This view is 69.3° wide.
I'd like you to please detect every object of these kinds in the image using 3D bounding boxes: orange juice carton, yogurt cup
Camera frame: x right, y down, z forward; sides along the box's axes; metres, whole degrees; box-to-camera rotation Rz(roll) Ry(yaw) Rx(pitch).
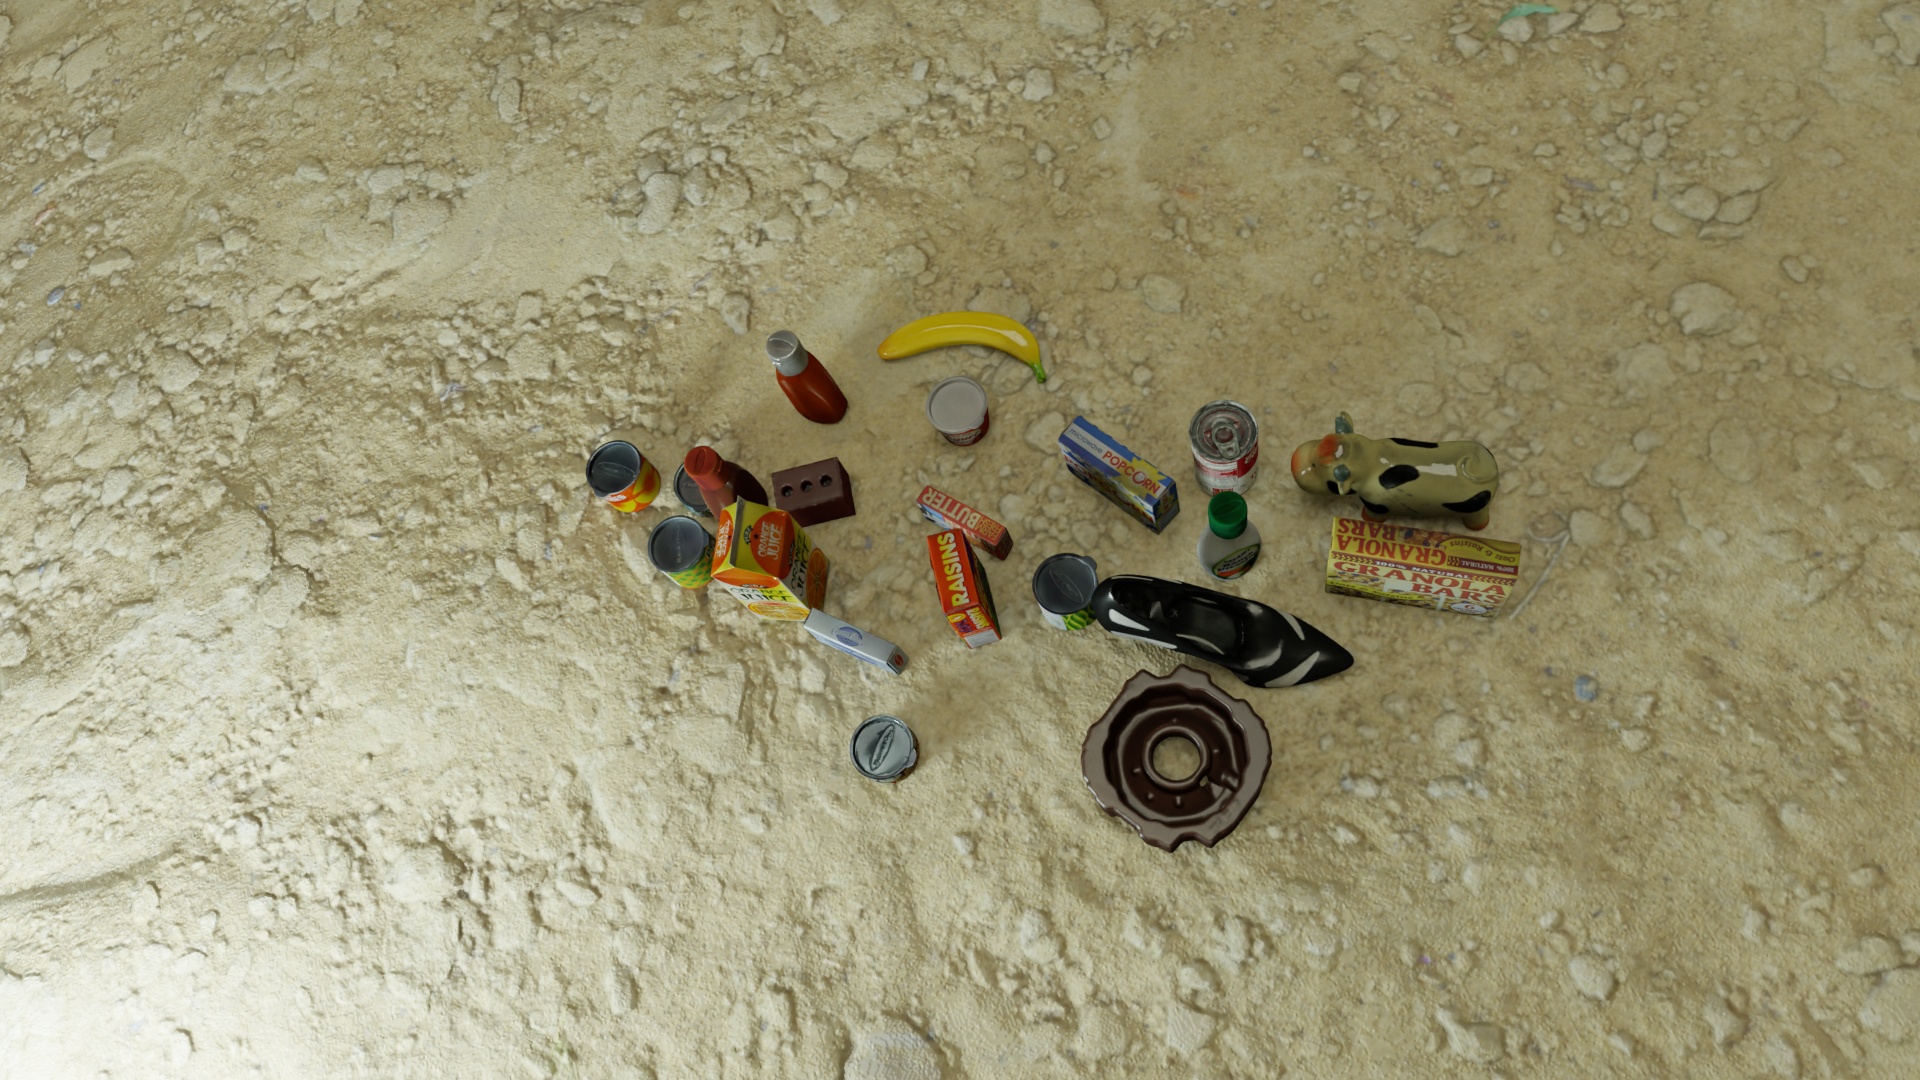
[{"bbox_3d":[-0.198,0.021,1.414,0.073,0.192,0.072,1,70,13],"label":"orange juice carton"},{"bbox_3d":[0.000,-0.137,1.509,0.072,0.053,0.072,-4,69,11],"label":"yogurt cup"}]

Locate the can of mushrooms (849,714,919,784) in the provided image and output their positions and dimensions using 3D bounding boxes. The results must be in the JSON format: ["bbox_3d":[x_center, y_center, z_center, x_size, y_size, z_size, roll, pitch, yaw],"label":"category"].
[{"bbox_3d":[-0.074,0.212,1.401,0.071,0.033,0.071,-4,69,11],"label":"can of mushrooms"}]

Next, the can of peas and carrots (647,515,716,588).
[{"bbox_3d":[-0.296,0.012,1.512,0.071,0.058,0.071,-4,69,11],"label":"can of peas and carrots"}]

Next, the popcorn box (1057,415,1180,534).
[{"bbox_3d":[0.163,-0.067,1.430,0.127,0.085,0.038,37,81,22],"label":"popcorn box"}]

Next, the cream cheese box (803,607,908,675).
[{"bbox_3d":[-0.108,0.105,1.439,0.104,0.053,0.024,22,76,19],"label":"cream cheese box"}]

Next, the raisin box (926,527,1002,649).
[{"bbox_3d":[0.004,0.049,1.398,0.040,0.123,0.086,-16,67,6],"label":"raisin box"}]

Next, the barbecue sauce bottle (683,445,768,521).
[{"bbox_3d":[-0.249,-0.056,1.479,0.044,0.148,0.065,5,71,14],"label":"barbecue sauce bottle"}]

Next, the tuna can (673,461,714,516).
[{"bbox_3d":[-0.284,-0.059,1.551,0.071,0.032,0.071,-4,69,11],"label":"tuna can"}]

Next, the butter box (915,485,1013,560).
[{"bbox_3d":[0.005,-0.018,1.463,0.103,0.053,0.024,29,78,20],"label":"butter box"}]

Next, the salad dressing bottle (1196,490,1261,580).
[{"bbox_3d":[0.261,-0.005,1.352,0.064,0.147,0.044,-25,67,2],"label":"salad dressing bottle"}]

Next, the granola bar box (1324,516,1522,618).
[{"bbox_3d":[0.433,0.028,1.315,0.165,0.124,0.039,9,72,15],"label":"granola bar box"}]

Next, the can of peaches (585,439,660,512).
[{"bbox_3d":[-0.379,-0.069,1.561,0.071,0.058,0.071,-4,69,11],"label":"can of peaches"}]

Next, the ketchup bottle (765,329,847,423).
[{"bbox_3d":[-0.171,-0.177,1.509,0.065,0.148,0.043,19,75,18],"label":"ketchup bottle"}]

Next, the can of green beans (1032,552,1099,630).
[{"bbox_3d":[0.110,0.053,1.410,0.071,0.057,0.071,-4,69,11],"label":"can of green beans"}]
